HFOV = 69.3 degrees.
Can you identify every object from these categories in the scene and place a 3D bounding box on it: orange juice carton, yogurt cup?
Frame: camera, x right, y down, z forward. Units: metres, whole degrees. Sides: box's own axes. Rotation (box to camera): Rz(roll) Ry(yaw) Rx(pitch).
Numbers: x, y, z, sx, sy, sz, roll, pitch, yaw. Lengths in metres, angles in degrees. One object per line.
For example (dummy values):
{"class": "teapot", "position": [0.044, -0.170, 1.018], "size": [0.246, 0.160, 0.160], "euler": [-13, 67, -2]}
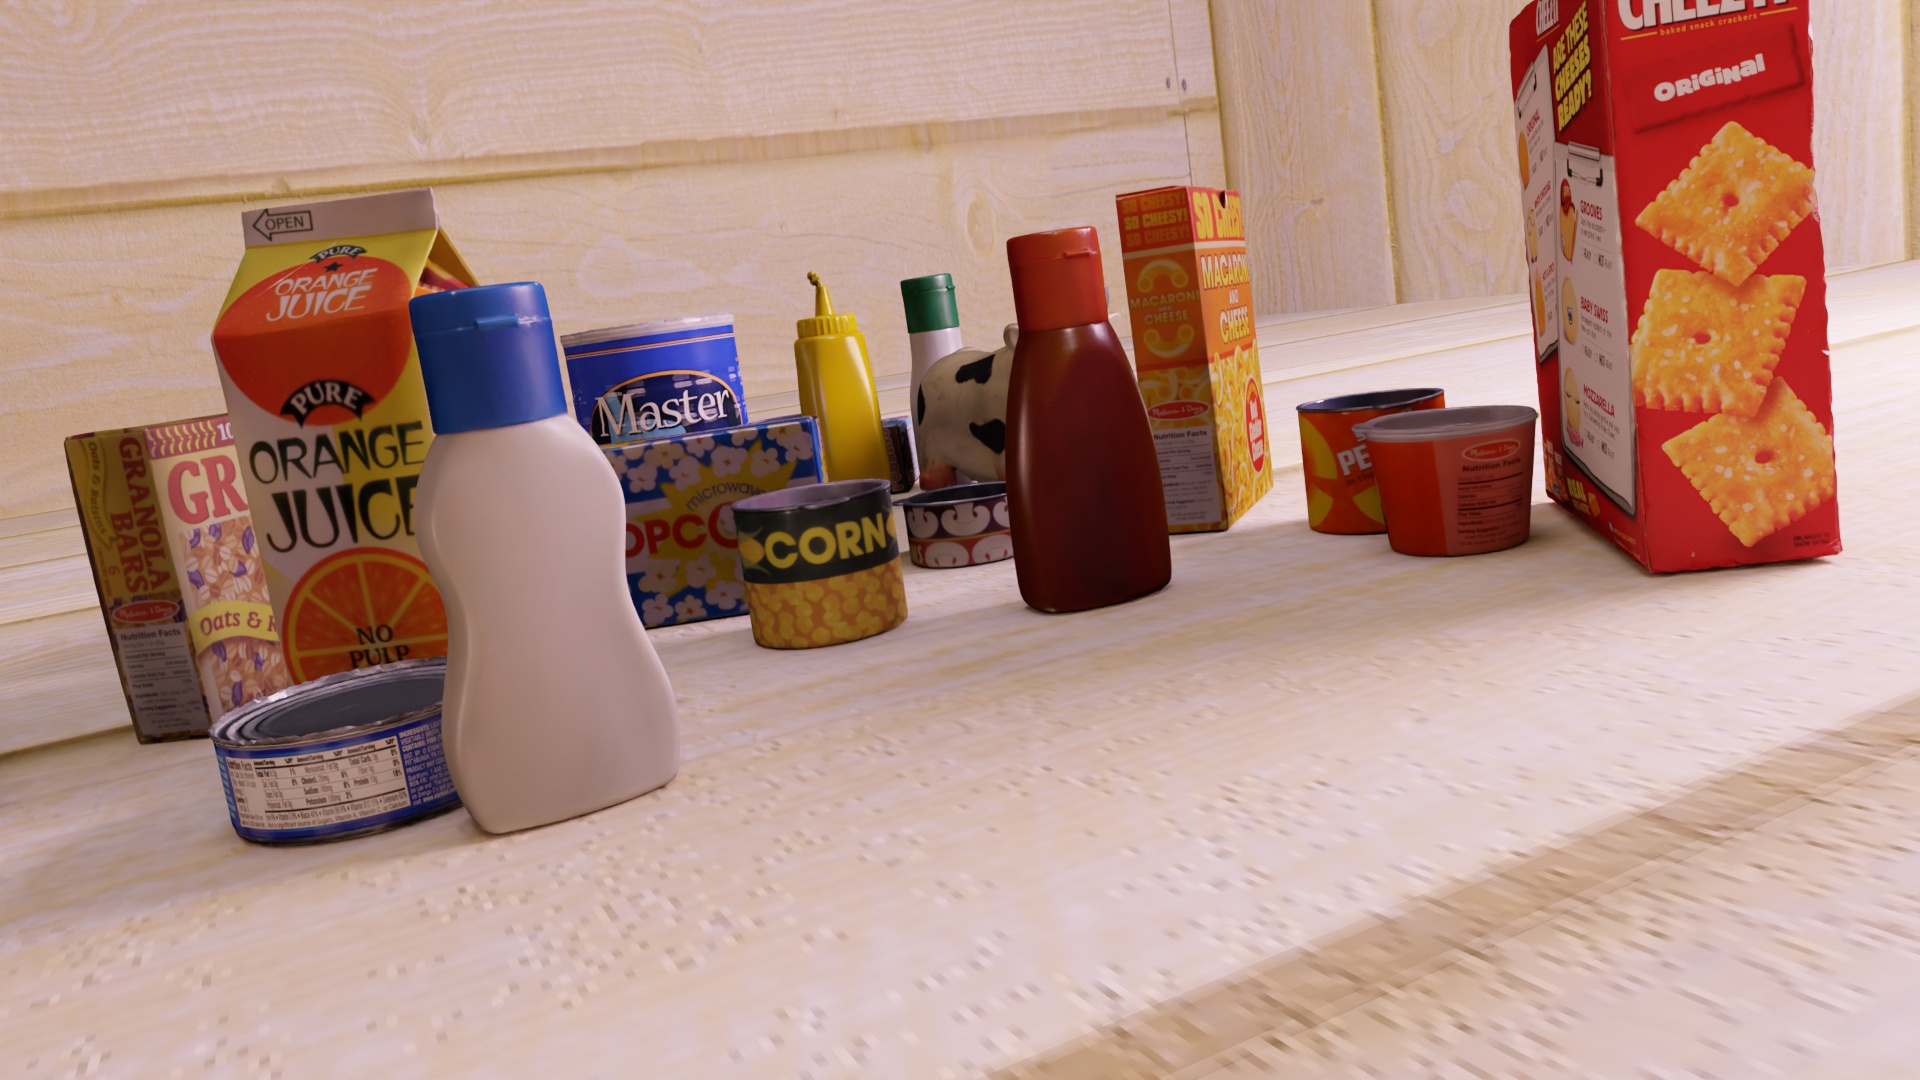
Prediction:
{"class": "orange juice carton", "position": [-0.206, -0.026, 0.502], "size": [0.072, 0.192, 0.073], "euler": [-7, 9, 5]}
{"class": "yogurt cup", "position": [0.202, -0.025, 0.570], "size": [0.072, 0.054, 0.072], "euler": [-8, 9, 1]}

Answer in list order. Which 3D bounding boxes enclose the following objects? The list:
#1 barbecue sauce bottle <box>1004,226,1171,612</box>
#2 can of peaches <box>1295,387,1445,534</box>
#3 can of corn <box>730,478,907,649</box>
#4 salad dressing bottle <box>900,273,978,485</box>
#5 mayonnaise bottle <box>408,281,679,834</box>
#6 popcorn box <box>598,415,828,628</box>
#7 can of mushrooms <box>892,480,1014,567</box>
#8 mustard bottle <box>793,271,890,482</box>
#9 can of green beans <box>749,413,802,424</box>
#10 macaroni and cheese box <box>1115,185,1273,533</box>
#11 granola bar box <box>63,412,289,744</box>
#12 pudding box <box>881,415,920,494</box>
{"class": "barbecue sauce bottle", "position": [0.046, -0.049, 0.557], "size": [0.065, 0.148, 0.043], "euler": [-12, 10, -24]}
{"class": "can of peaches", "position": [0.191, -0.037, 0.637], "size": [0.071, 0.058, 0.071], "euler": [-8, 9, 1]}
{"class": "can of corn", "position": [-0.057, 0.009, 0.573], "size": [0.071, 0.058, 0.071], "euler": [-8, 9, 1]}
{"class": "salad dressing bottle", "position": [-0.013, -0.111, 0.973], "size": [0.044, 0.147, 0.064], "euler": [-3, 10, 27]}
{"class": "mayonnaise bottle", "position": [-0.122, 0.003, 0.392], "size": [0.065, 0.147, 0.041], "euler": [-13, 10, -28]}
{"class": "popcorn box", "position": [-0.123, -0.007, 0.643], "size": [0.127, 0.085, 0.038], "euler": [-8, 9, -2]}
{"class": "can of mushrooms", "position": [0.003, -0.009, 0.702], "size": [0.071, 0.033, 0.071], "euler": [-8, 9, 1]}
{"class": "mustard bottle", "position": [-0.081, -0.099, 0.920], "size": [0.049, 0.160, 0.065], "euler": [-11, 10, -19]}
{"class": "can of green beans", "position": [-0.128, -0.067, 1.078], "size": [0.071, 0.057, 0.071], "euler": [-8, 9, 1]}
{"class": "macaroni and cheese box", "position": [0.125, -0.097, 0.718], "size": [0.040, 0.166, 0.124], "euler": [-4, 10, 24]}
{"class": "granola bar box", "position": [-0.306, 0.004, 0.614], "size": [0.039, 0.124, 0.166], "euler": [-7, 9, 8]}
{"class": "pudding box", "position": [-0.051, -0.063, 1.016], "size": [0.030, 0.049, 0.084], "euler": [-7, 9, 5]}
